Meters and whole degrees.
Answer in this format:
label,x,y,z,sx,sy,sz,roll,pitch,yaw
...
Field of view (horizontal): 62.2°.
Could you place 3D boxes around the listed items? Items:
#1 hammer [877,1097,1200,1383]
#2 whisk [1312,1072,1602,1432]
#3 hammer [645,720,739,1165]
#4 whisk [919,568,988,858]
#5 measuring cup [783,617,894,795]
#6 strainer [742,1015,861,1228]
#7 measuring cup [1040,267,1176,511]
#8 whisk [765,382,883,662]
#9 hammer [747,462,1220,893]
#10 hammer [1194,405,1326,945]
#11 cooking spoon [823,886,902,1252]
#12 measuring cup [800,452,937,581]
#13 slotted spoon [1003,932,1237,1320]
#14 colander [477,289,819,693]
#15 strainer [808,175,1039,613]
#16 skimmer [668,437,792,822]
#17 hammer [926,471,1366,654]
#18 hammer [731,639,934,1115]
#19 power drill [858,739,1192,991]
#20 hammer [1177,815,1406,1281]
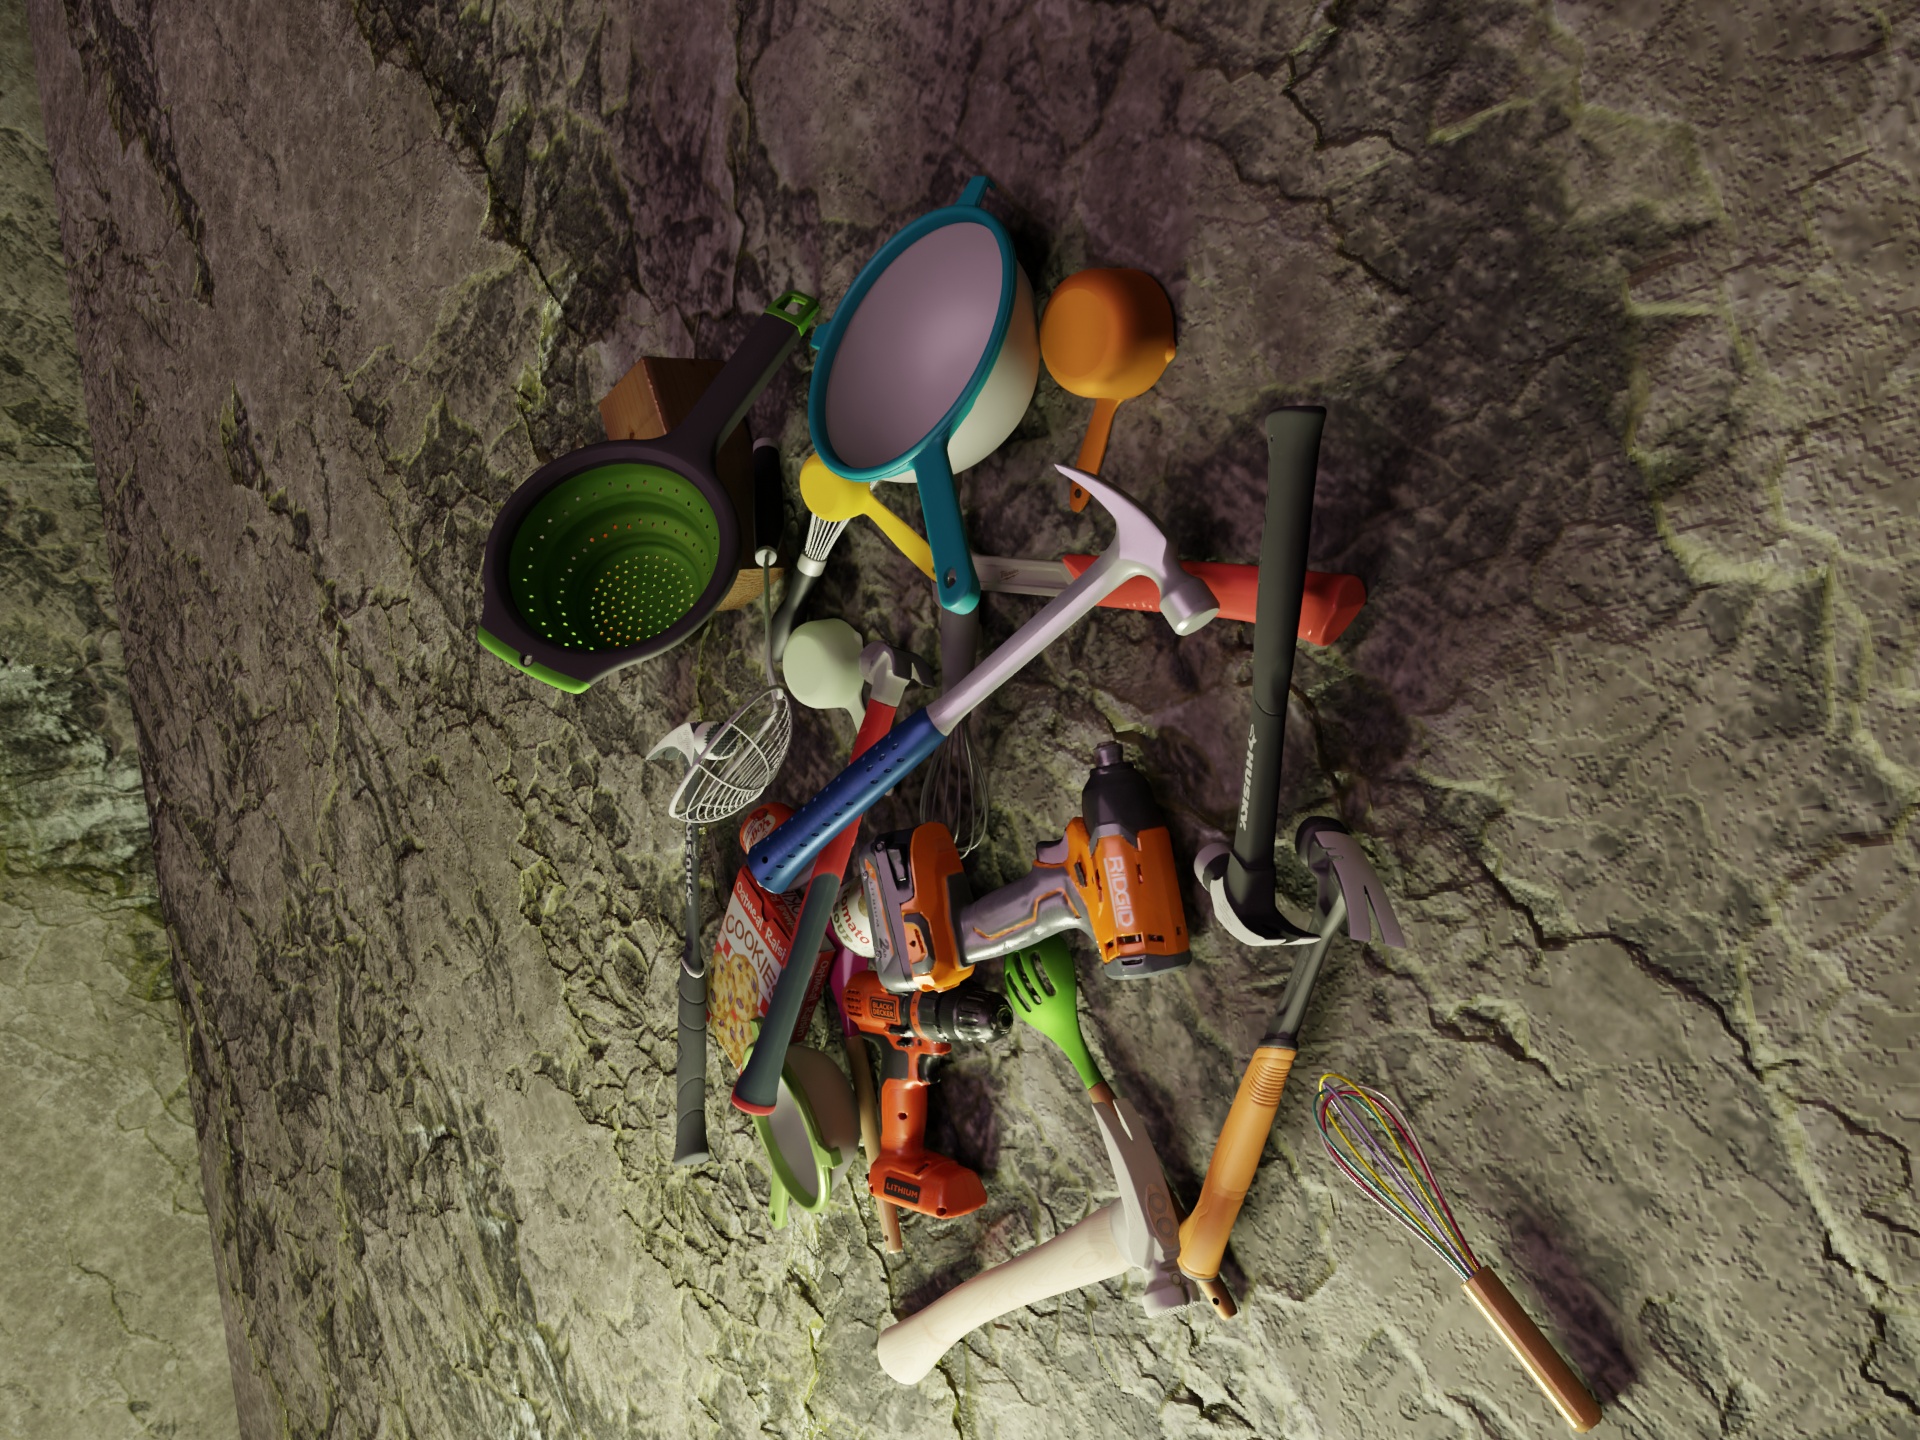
label,x,y,z,sx,sy,sz,roll,pitch,yaw
hammer,0.035,0.426,1.223,0.410,0.038,0.146,-47,51,46
whisk,0.297,0.317,0.964,0.245,0.051,0.047,53,123,23
hammer,-0.250,0.205,1.466,0.149,0.036,0.409,-3,87,58
whisk,-0.002,-0.003,1.196,0.055,0.055,0.238,25,123,41
measuring cup,-0.101,-0.009,1.328,0.083,0.038,0.168,-43,63,40
strainer,-0.131,0.370,1.390,0.152,0.069,0.256,53,149,33
measuring cup,0.086,-0.226,1.099,0.095,0.052,0.173,33,119,38
whisk,-0.112,-0.158,1.315,0.070,0.070,0.284,50,132,29
hammer,-0.011,-0.011,1.113,0.405,0.035,0.144,-41,71,25
hammer,0.189,-0.022,0.957,0.146,0.035,0.334,-115,26,-69
cooking spoon,-0.087,0.297,1.371,0.069,0.017,0.319,-18,82,46
measuring cup,-0.067,-0.150,1.214,0.157,0.029,0.062,44,134,23
slotted spoon,0.114,0.288,1.159,0.070,0.031,0.314,-44,66,32
colander,-0.227,-0.182,1.302,0.204,0.094,0.397,27,72,16
strainer,0.000,-0.202,1.115,0.211,0.095,0.341,-35,50,33
skimmer,-0.184,-0.087,1.280,0.127,0.090,0.364,121,150,-54
hammer,0.112,-0.104,1.096,0.359,0.036,0.149,9,108,44
hammer,-0.103,0.129,1.239,0.143,0.038,0.386,-146,73,-75
power drill,0.045,0.109,1.138,0.226,0.084,0.164,-11,87,26
hammer,0.199,0.234,1.023,0.127,0.034,0.336,-99,21,-63
